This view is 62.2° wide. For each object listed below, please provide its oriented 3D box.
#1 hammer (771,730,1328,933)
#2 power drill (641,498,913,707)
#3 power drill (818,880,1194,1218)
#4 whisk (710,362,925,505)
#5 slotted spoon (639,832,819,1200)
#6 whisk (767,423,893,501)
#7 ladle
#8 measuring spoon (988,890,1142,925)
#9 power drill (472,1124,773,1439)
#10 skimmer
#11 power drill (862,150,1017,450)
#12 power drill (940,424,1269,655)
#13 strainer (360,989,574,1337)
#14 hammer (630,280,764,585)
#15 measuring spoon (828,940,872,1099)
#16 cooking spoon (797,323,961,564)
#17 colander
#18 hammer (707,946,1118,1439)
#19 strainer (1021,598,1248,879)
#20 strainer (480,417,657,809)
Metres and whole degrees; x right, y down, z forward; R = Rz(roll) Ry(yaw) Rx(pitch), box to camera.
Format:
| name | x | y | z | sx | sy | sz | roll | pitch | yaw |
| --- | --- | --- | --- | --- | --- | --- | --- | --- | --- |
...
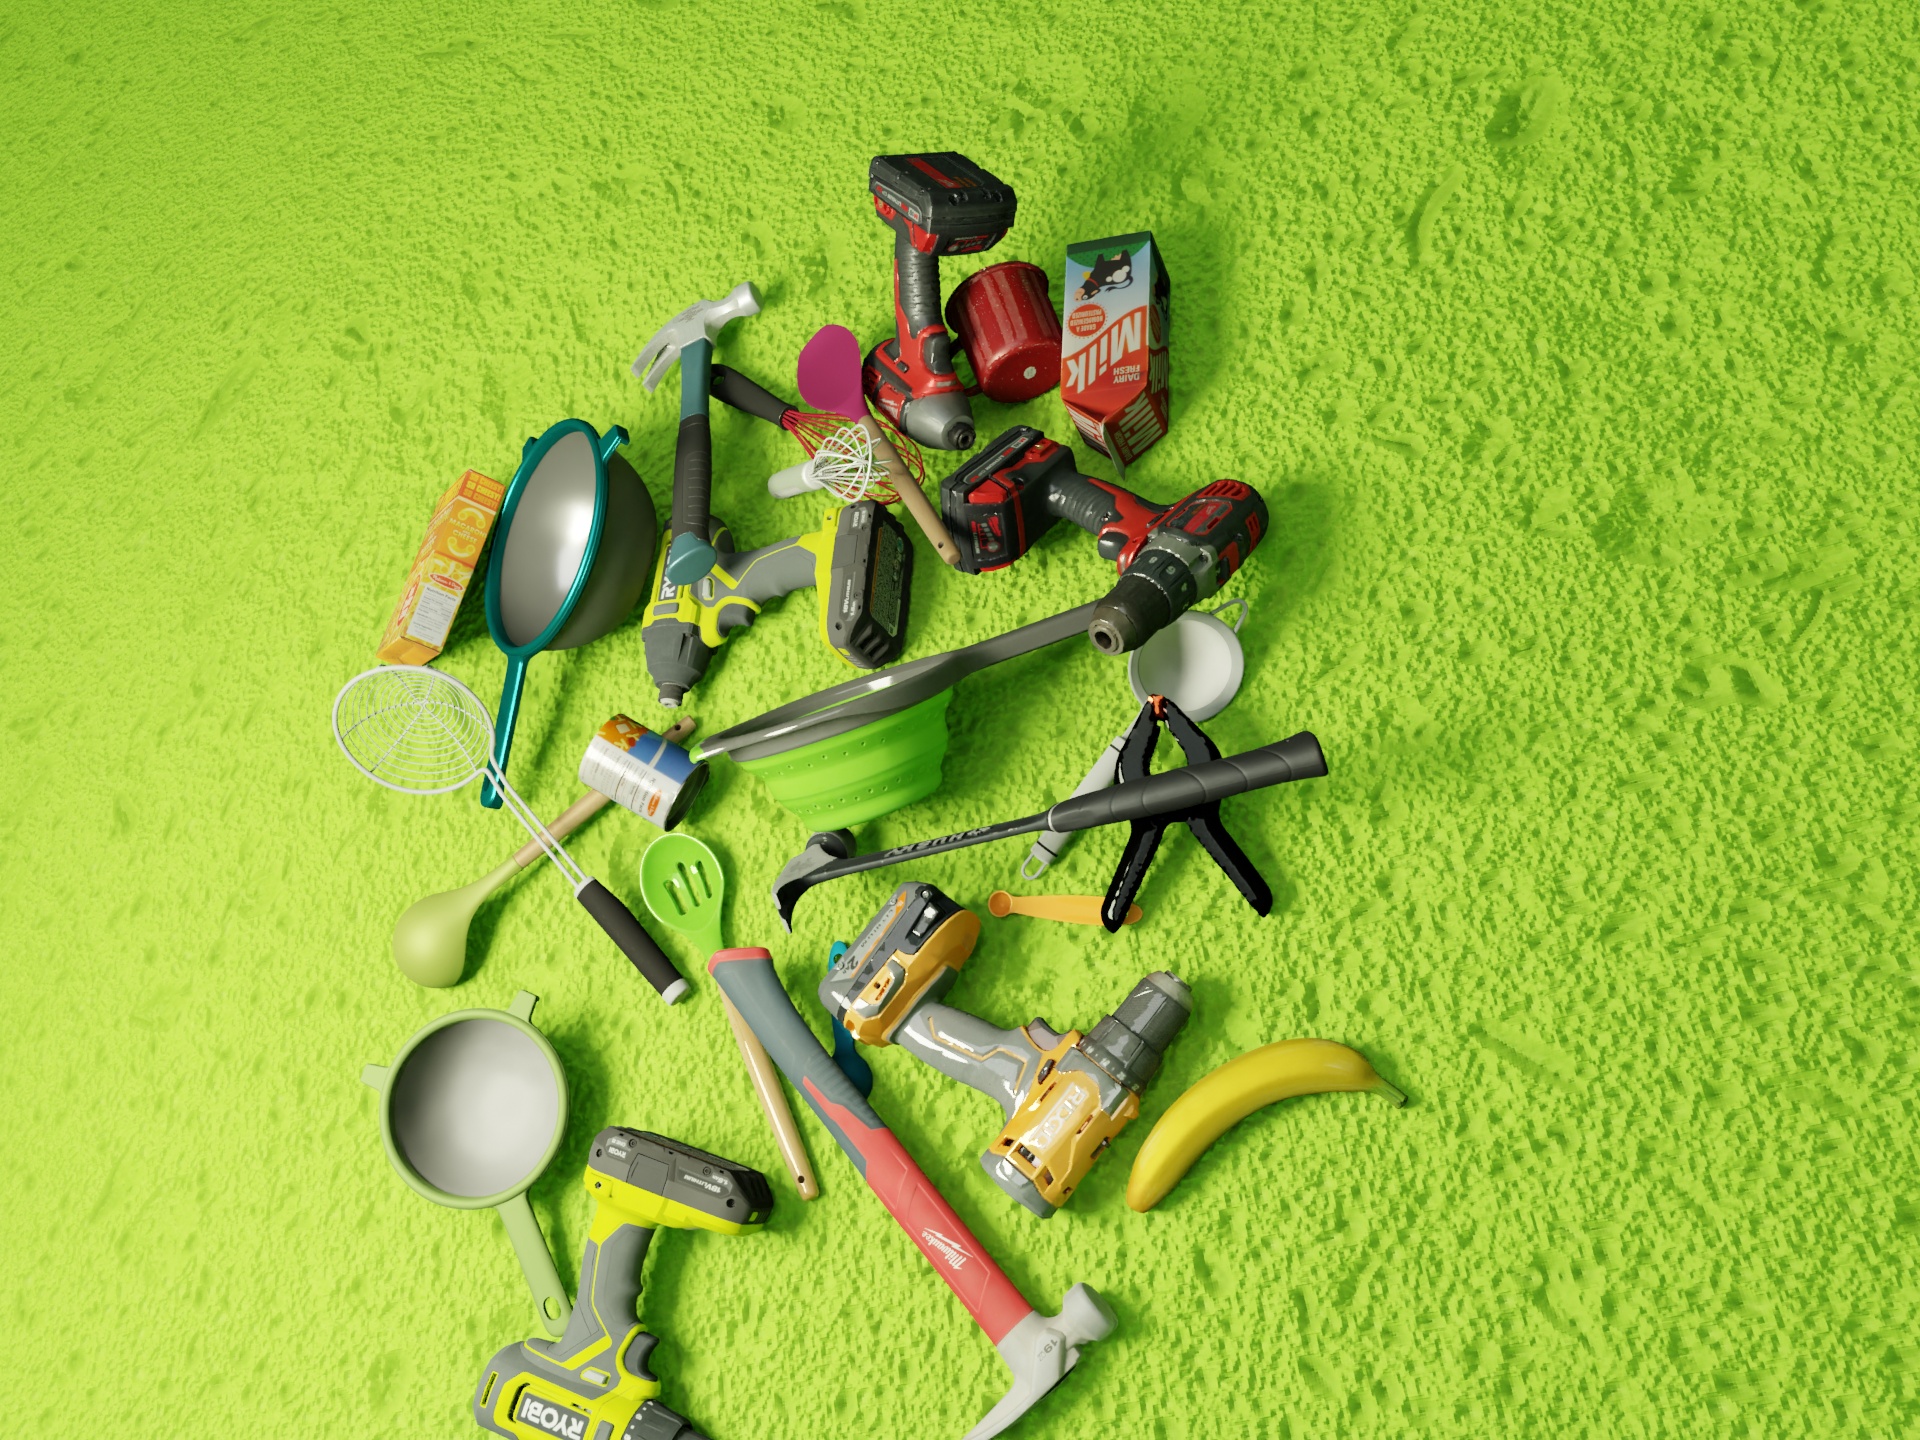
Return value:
| name | x | y | z | sx | sy | sz | roll | pitch | yaw |
| --- | --- | --- | --- | --- | --- | --- | --- | --- | --- |
| hammer | 0.052 | 0.071 | 1.102 | 0.409 | 0.149 | 0.036 | -15 | 102 | 21 |
| power drill | -0.159 | -0.098 | 1.322 | 0.223 | 0.080 | 0.171 | -5 | 66 | 25 |
| power drill | 0.035 | 0.205 | 1.115 | 0.226 | 0.084 | 0.185 | 37 | 84 | 26 |
| whisk | -0.138 | -0.257 | 1.390 | 0.296 | 0.073 | 0.073 | 33 | 84 | 36 |
| slotted spoon | -0.173 | 0.222 | 1.221 | 0.070 | 0.031 | 0.314 | -32 | 62 | 8 |
| whisk | -0.114 | -0.199 | 1.288 | 0.246 | 0.057 | 0.059 | -173 | 86 | -68 |
| ladle | -0.345 | 0.106 | 1.338 | 0.320 | 0.062 | 0.078 | -40 | 62 | -5 |
| measuring spoon | 0.077 | 0.138 | 1.164 | 0.117 | 0.011 | 0.021 | 2 | 78 | 19 |
| power drill | -0.219 | 0.422 | 1.127 | 0.190 | 0.080 | 0.228 | 15 | 78 | 16 |
| skimmer | -0.356 | 0.097 | 1.267 | 0.363 | 0.090 | 0.127 | 46 | 117 | 15 |
| power drill | -0.022 | -0.326 | 1.266 | 0.078 | 0.219 | 0.143 | -14 | 41 | -26 |
| power drill | 0.092 | -0.132 | 1.183 | 0.227 | 0.080 | 0.188 | 21 | 48 | 33 |
| strainer | -0.345 | 0.347 | 1.228 | 0.151 | 0.069 | 0.256 | -26 | 79 | 1 |
| hammer | -0.231 | -0.250 | 1.385 | 0.128 | 0.033 | 0.331 | -20 | 50 | 18 |
| measuring spoon | -0.091 | 0.225 | 1.187 | 0.042 | 0.021 | 0.129 | -13 | 67 | 17 |
| cooking spoon | -0.066 | -0.224 | 1.277 | 0.068 | 0.017 | 0.319 | -45 | 48 | 17 |
| colander | -0.002 | -0.004 | 1.204 | 0.397 | 0.204 | 0.094 | -20 | 97 | -3 |
| hammer | -0.069 | 0.315 | 1.114 | 0.143 | 0.038 | 0.387 | -45 | 65 | 2 |
| strainer | 0.124 | 0.013 | 1.178 | 0.086 | 0.050 | 0.258 | 37 | 91 | -12 |
| strainer | -0.338 | -0.085 | 1.378 | 0.211 | 0.095 | 0.340 | 7 | 85 | 52 |
